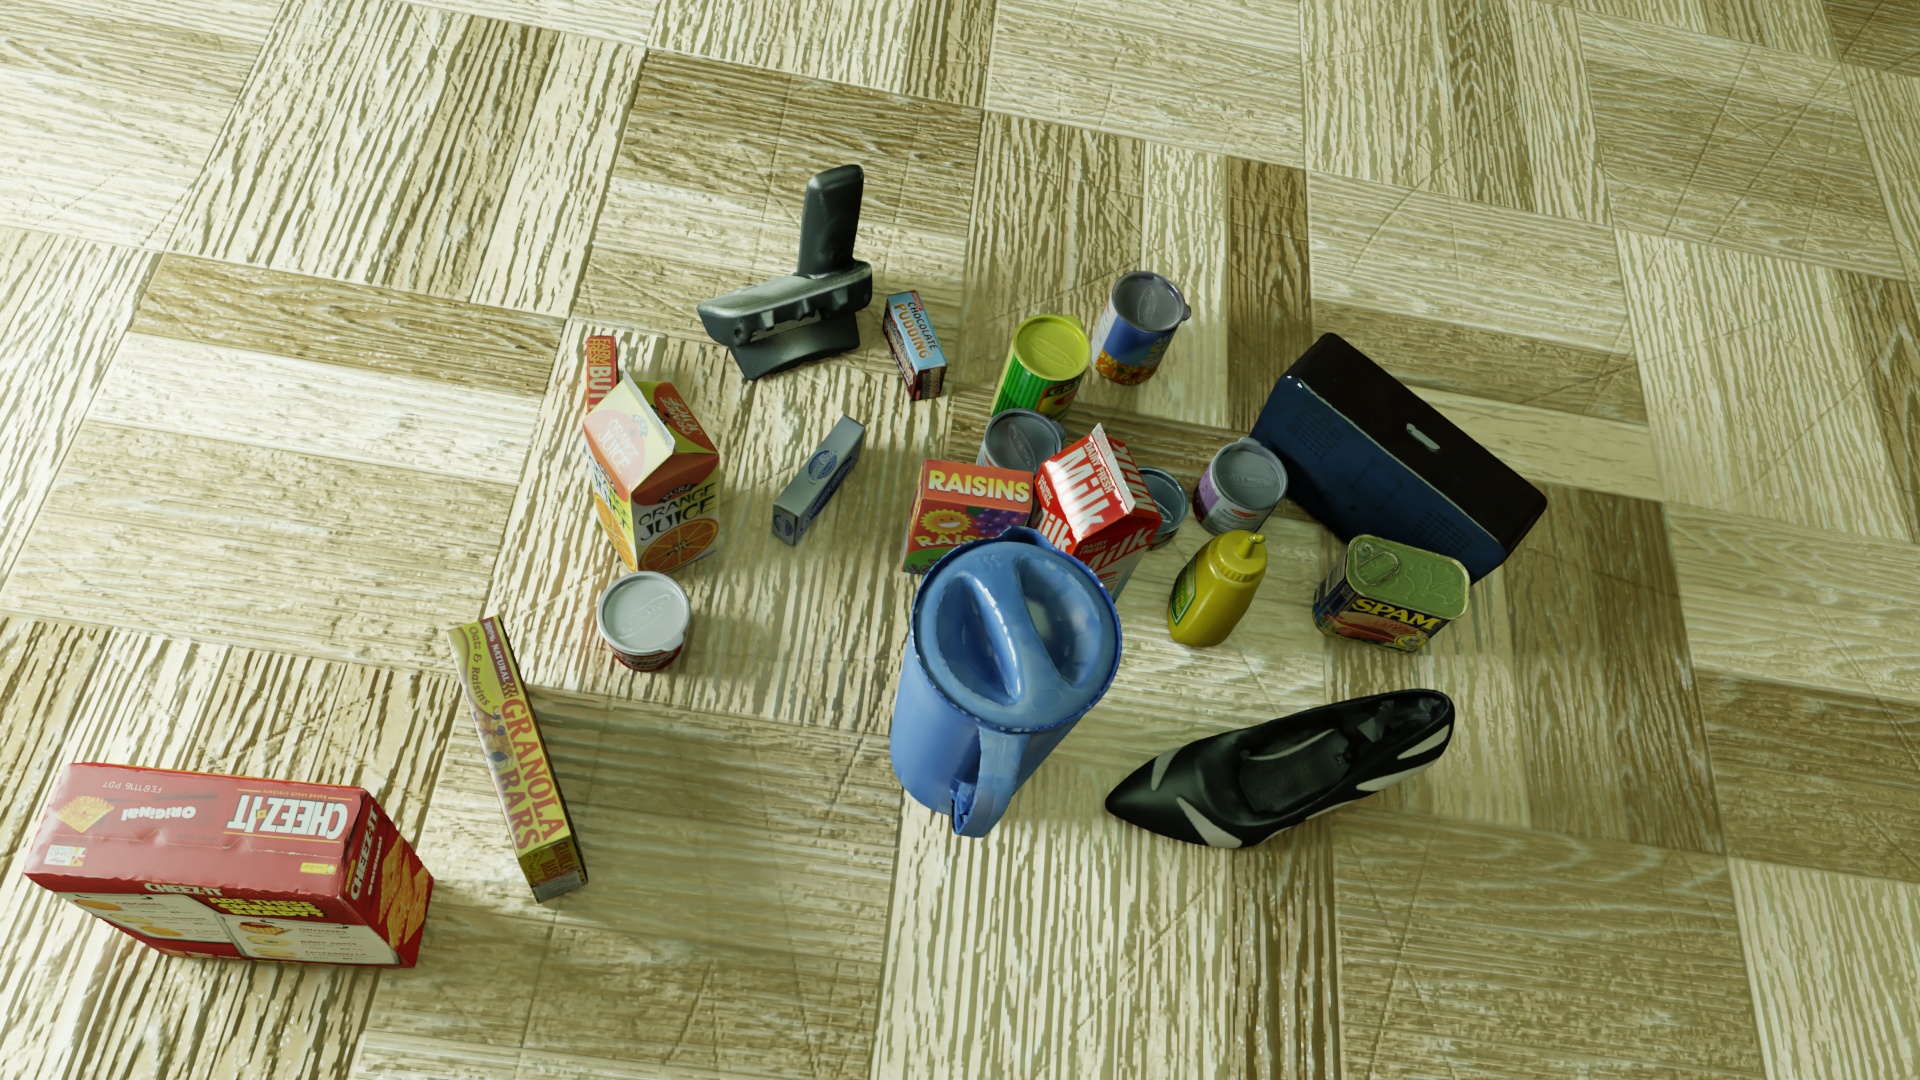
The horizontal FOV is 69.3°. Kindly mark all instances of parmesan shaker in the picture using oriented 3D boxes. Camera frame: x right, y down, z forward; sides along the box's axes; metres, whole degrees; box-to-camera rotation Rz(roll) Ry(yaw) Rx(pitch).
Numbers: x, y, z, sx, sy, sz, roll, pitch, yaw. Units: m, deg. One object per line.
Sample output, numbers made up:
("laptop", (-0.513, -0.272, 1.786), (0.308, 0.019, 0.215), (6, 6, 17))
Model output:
("parmesan shaker", (0.069, -0.136, 1.175), (0.071, 0.102, 0.071), (4, 62, -8))

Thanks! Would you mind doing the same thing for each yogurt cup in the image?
("yogurt cup", (-0.236, 0.064, 1.040), (0.072, 0.053, 0.073), (4, 61, -8))

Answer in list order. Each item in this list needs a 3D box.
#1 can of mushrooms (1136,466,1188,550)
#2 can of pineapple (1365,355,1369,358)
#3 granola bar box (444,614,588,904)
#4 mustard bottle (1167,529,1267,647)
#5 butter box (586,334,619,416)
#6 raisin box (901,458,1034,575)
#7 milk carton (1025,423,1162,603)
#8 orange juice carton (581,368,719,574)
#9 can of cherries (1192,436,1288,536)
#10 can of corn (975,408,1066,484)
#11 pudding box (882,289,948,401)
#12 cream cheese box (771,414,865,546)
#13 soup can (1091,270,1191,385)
("can of mushrooms", (0.155, -0.025, 1.170), (0.071, 0.033, 0.071), (4, 61, -8))
("can of pineapple", (0.336, -0.131, 1.246), (0.071, 0.057, 0.071), (4, 61, -8))
("granola bar box", (-0.299, 0.149, 0.942), (0.039, 0.123, 0.166), (-19, 67, -19))
("mustard bottle", (0.203, 0.029, 1.077), (0.049, 0.159, 0.065), (9, 61, -5))
("butter box", (-0.289, -0.110, 1.125), (0.024, 0.053, 0.104), (-2, 63, -11))
("raisin box", (0.004, -0.014, 1.086), (0.086, 0.122, 0.040), (8, 61, -6))
("milk carton", (0.096, -0.011, 1.062), (0.073, 0.189, 0.072), (-15, 66, -17))
("orange juice carton", (-0.226, -0.048, 1.023), (0.073, 0.191, 0.072), (-28, 70, -22))
("can of cherries", (0.237, -0.043, 1.181), (0.071, 0.058, 0.072), (4, 61, -8))
("can of corn", (0.050, -0.068, 1.161), (0.071, 0.058, 0.071), (4, 61, -8))
("pudding box", (-0.040, -0.169, 1.204), (0.030, 0.049, 0.084), (-14, 65, -17))
("cream cheese box", (-0.115, -0.048, 1.123), (0.024, 0.053, 0.104), (30, 61, 7))
("soup can", (0.158, -0.186, 1.229), (0.071, 0.083, 0.071), (4, 62, -8))
